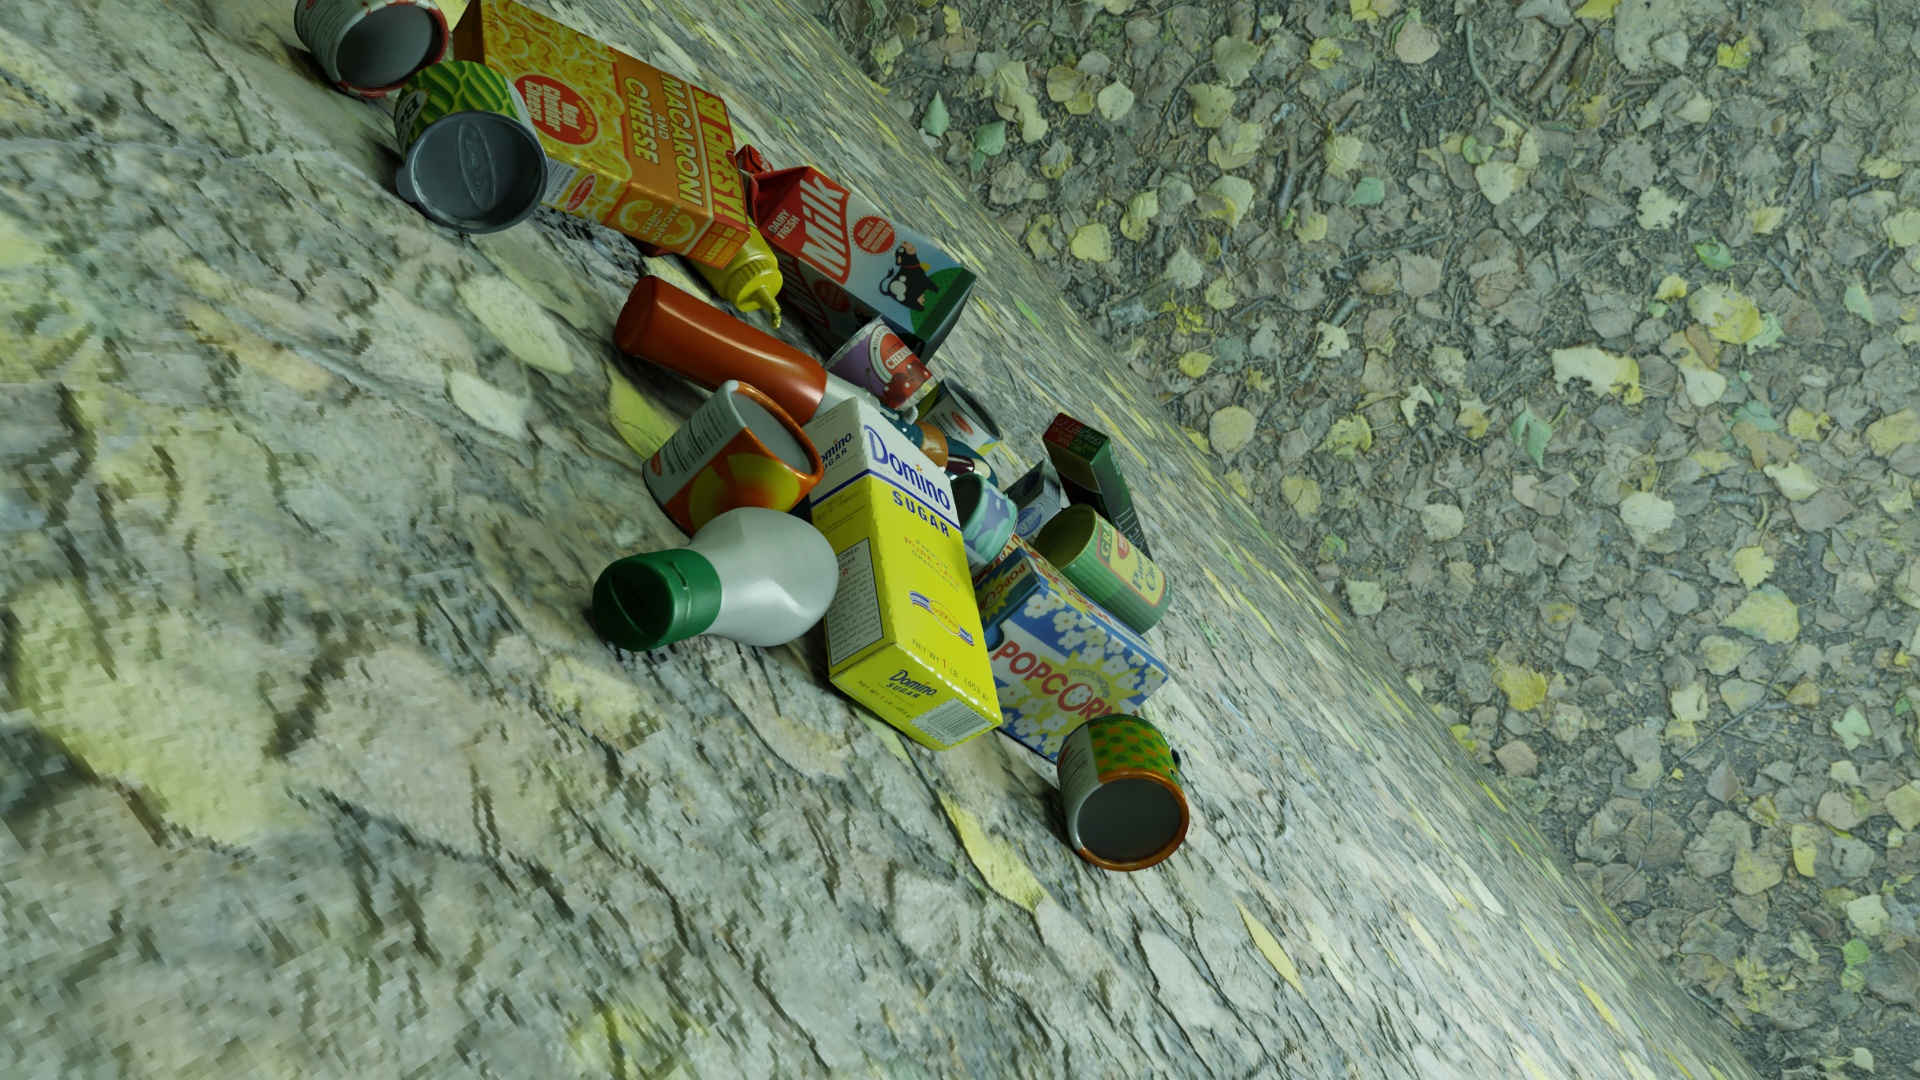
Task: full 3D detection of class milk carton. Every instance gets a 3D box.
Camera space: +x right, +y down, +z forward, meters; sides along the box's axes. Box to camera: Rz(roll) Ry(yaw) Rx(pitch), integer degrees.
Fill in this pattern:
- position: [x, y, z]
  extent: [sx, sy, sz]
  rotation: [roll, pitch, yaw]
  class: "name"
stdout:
- position: [-0.091, -0.209, 1.039]
  extent: [0.190, 0.074, 0.072]
  rotation: [33, -23, 1]
  class: "milk carton"

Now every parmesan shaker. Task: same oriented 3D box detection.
- position: [0.115, 0.024, 1.123]
  extent: [0.103, 0.071, 0.071]
  rotation: [39, 17, -30]
  class: "parmesan shaker"

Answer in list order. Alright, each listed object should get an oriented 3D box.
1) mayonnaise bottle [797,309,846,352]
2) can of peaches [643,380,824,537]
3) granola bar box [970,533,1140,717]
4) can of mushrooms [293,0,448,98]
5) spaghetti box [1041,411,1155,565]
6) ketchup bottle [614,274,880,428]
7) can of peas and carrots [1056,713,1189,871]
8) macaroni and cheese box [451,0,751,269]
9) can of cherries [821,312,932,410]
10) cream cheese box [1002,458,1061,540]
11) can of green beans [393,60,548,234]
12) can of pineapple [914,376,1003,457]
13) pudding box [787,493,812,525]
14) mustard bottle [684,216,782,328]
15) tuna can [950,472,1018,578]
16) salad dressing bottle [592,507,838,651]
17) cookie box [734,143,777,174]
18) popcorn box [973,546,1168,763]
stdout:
- position: [-0.099, -0.181, 1.099]
  extent: [0.148, 0.041, 0.065]
  rotation: [49, 13, 4]
  class: "mayonnaise bottle"
- position: [-0.107, -0.034, 0.671]
  extent: [0.071, 0.058, 0.071]
  rotation: [43, 15, -15]
  class: "can of peaches"
- position: [0.051, 0.059, 0.912]
  extent: [0.124, 0.039, 0.166]
  rotation: [40, 16, -27]
  class: "granola bar box"
- position: [-0.295, -0.259, 0.703]
  extent: [0.033, 0.071, 0.071]
  rotation: [52, 15, 12]
  class: "can of mushrooms"
- position: [0.121, -0.021, 1.156]
  extent: [0.050, 0.029, 0.249]
  rotation: [31, -15, 30]
  class: "spaghetti box"
- position: [-0.115, -0.095, 0.771]
  extent: [0.149, 0.043, 0.065]
  rotation: [25, 12, -27]
  class: "ketchup bottle"
- position: [0.091, 0.138, 0.760]
  extent: [0.071, 0.071, 0.059]
  rotation: [43, 16, -19]
  class: "can of peas and carrots"
- position: [-0.210, -0.241, 0.821]
  extent: [0.166, 0.040, 0.124]
  rotation: [14, 49, -40]
  class: "macaroni and cheese box"
- position: [-0.061, -0.118, 0.988]
  extent: [0.058, 0.071, 0.072]
  rotation: [47, 15, -5]
  class: "can of cherries"
- position: [0.055, -0.031, 1.122]
  extent: [0.024, 0.053, 0.104]
  rotation: [47, 15, -10]
  class: "cream cheese box"
- position: [-0.243, -0.195, 0.688]
  extent: [0.071, 0.071, 0.058]
  rotation: [32, 20, -46]
  class: "can of green beans"
- position: [-0.009, -0.083, 1.067]
  extent: [0.071, 0.057, 0.071]
  rotation: [44, 15, -15]
  class: "can of pineapple"
- position: [-0.082, -0.030, 0.784]
  extent: [0.050, 0.030, 0.083]
  rotation: [53, 16, 23]
  class: "pudding box"
- position: [-0.165, -0.207, 0.968]
  extent: [0.160, 0.048, 0.065]
  rotation: [52, 17, 18]
  class: "mustard bottle"
- position: [0.003, -0.011, 0.897]
  extent: [0.033, 0.071, 0.071]
  rotation: [40, 17, -27]
  class: "tuna can"
- position: [-0.100, 0.018, 0.588]
  extent: [0.064, 0.044, 0.148]
  rotation: [55, 17, 7]
  class: "salad dressing bottle"
- position: [-0.133, -0.259, 1.204]
  extent: [0.167, 0.040, 0.123]
  rotation: [39, 18, -29]
  class: "cookie box"
- position: [0.047, 0.069, 0.785]
  extent: [0.126, 0.085, 0.038]
  rotation: [36, 18, -37]
  class: "popcorn box"
